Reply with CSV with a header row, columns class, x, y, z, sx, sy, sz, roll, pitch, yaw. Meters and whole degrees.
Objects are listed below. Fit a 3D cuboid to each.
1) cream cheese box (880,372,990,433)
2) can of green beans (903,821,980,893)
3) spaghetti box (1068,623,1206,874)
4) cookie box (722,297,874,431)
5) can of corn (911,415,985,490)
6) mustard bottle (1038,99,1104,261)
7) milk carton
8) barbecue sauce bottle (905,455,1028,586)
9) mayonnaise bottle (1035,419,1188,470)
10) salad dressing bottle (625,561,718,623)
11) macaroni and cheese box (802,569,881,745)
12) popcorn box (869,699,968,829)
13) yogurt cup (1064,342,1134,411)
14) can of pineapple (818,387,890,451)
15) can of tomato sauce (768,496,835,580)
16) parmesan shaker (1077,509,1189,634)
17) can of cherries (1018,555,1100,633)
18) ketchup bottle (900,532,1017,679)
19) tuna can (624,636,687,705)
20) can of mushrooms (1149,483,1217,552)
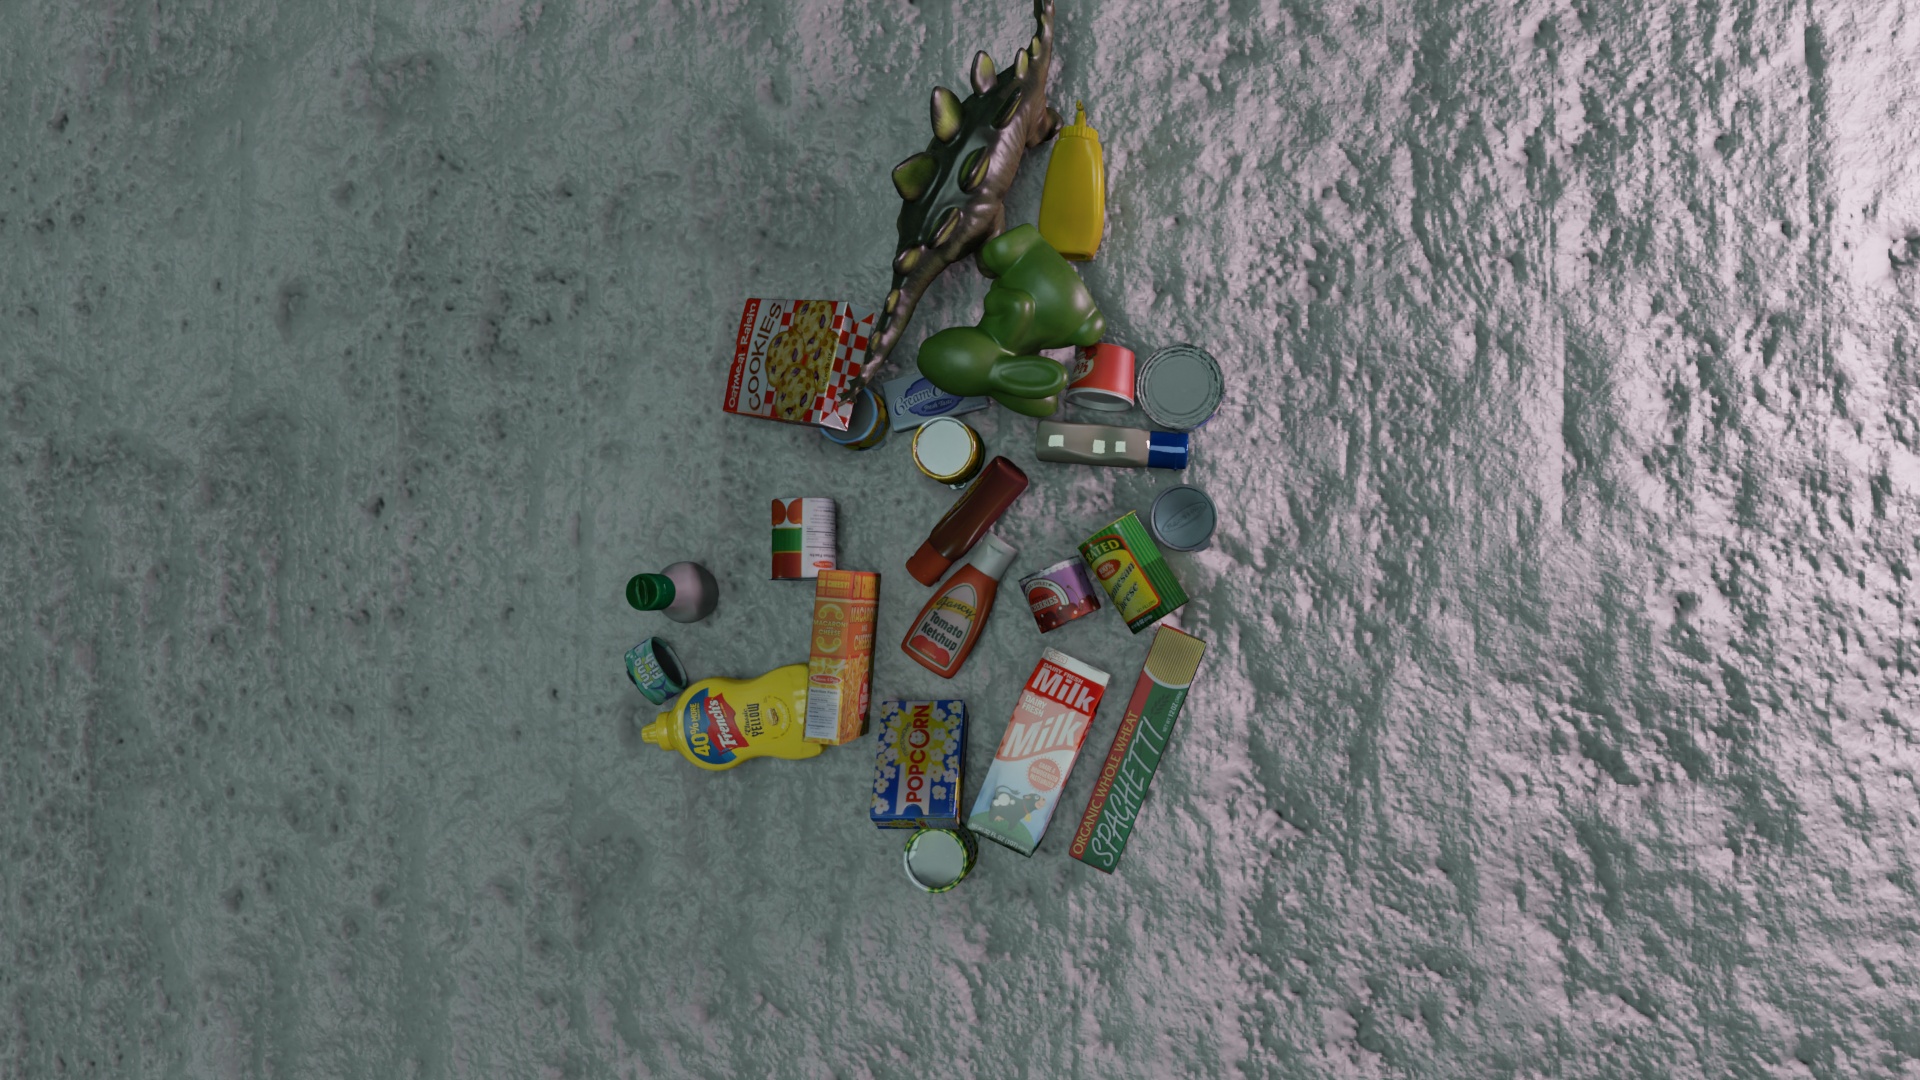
class,x,y,z,sx,sy,sz,roll,pitch,yaw
cream cheese box,-0.025,-0.149,1.426,0.104,0.024,0.053,-15,84,9
can of green beans,-0.020,0.313,1.384,0.071,0.058,0.071,0,87,10
spaghetti box,0.174,0.206,1.369,0.050,0.028,0.250,22,91,11
cookie box,-0.168,-0.180,1.404,0.167,0.040,0.123,12,89,45
can of corn,-0.012,-0.088,1.403,0.071,0.058,0.071,-1,87,11
mustard bottle,0.116,-0.364,1.400,0.065,0.049,0.160,6,87,10
milk carton,0.078,0.205,1.364,0.072,0.073,0.190,24,91,11
barbecue sauce bottle,0.005,-0.018,1.397,0.043,0.065,0.148,42,104,1
mayonnaise bottle,0.150,-0.094,1.375,0.148,0.064,0.041,5,85,6
salad dressing bottle,-0.290,0.052,1.401,0.044,0.147,0.064,-10,86,10
macaroni and cheese box,-0.117,0.113,1.379,0.040,0.123,0.166,4,88,10
popcorn box,-0.039,0.221,1.375,0.085,0.038,0.127,-2,57,10
yogurt cup,0.142,-0.162,1.378,0.072,0.072,0.054,8,81,11
can of pineapple,-0.109,-0.127,1.423,0.071,0.058,0.071,0,87,10
can of tomato sauce,-0.162,-0.001,1.423,0.071,0.071,0.083,-1,86,10
parmesan shaker,0.171,0.031,1.358,0.071,0.071,0.103,-33,82,7
can of cherries,0.096,0.054,1.370,0.071,0.071,0.058,-24,84,9
ketchup bottle,0.004,0.063,1.400,0.065,0.043,0.148,33,93,10
tuna can,-0.316,0.135,1.441,0.033,0.071,0.071,-32,82,6
can of mushrooms,0.222,-0.020,1.370,0.071,0.033,0.071,-1,86,10
